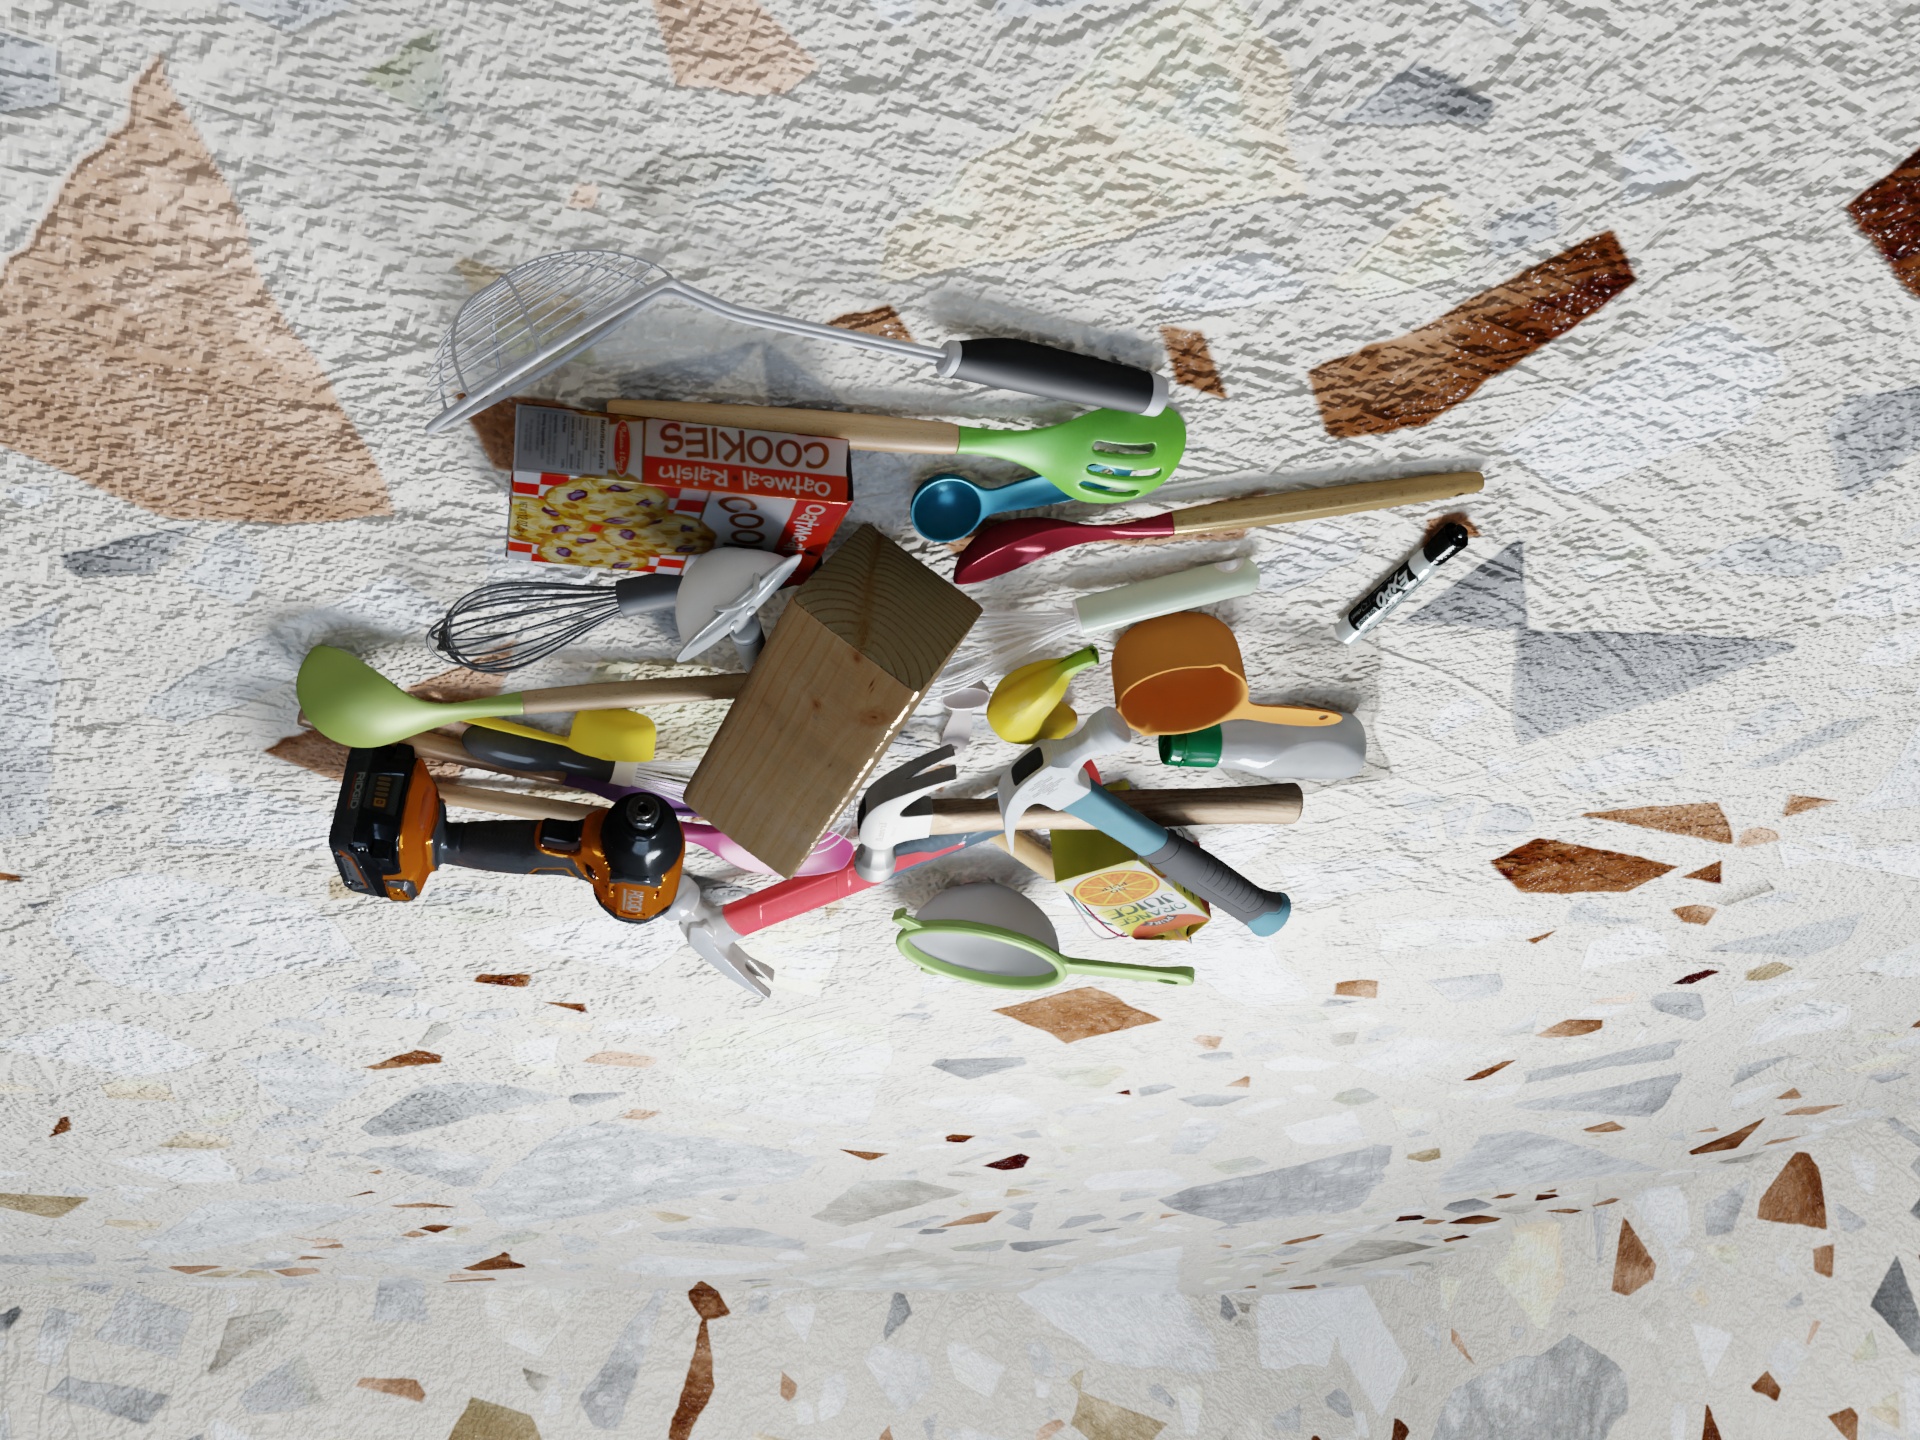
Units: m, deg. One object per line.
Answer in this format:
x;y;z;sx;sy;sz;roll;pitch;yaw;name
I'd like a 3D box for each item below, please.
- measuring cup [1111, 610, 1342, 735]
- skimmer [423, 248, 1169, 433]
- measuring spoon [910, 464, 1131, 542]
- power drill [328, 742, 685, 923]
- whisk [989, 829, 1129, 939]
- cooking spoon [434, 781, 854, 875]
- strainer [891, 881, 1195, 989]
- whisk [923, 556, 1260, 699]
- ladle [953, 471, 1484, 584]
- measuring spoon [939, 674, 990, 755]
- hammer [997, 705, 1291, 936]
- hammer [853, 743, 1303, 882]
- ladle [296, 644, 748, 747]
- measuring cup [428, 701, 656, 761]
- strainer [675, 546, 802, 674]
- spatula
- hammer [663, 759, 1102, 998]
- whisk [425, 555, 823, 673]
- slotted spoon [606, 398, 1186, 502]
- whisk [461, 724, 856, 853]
0.181;-0.029;1.069;0.173;0.052;0.095;7;148;-25;measuring cup
-0.065;-0.156;0.765;0.363;0.090;0.127;5;-179;-23;skimmer
0.033;-0.133;0.901;0.128;0.021;0.042;-13;131;-5;measuring spoon
-0.300;0.077;1.079;0.226;0.084;0.164;9;154;-10;power drill
0.094;0.135;1.350;0.051;0.047;0.244;-21;144;27;whisk
-0.235;0.077;1.187;0.318;0.017;0.068;10;139;-16;cooking spoon
0.074;0.182;1.364;0.256;0.069;0.151;5;154;13;strainer
0.067;-0.062;0.998;0.246;0.058;0.059;-14;119;6;whisk
0.150;-0.118;0.930;0.315;0.031;0.069;-8;173;0;ladle
-0.002;-0.004;1.123;0.034;0.018;0.124;-2;157;-7;measuring spoon
0.148;0.092;1.155;0.128;0.033;0.330;-32;138;25;hammer
0.090;0.064;1.159;0.331;0.031;0.130;-2;142;-11;hammer
-0.255;-0.025;1.021;0.320;0.062;0.078;-5;156;-15;ladle
-0.279;-0.003;1.055;0.156;0.029;0.062;13;-172;-7;measuring cup
-0.126;-0.055;0.908;0.087;0.050;0.258;-41;175;-9;strainer
-0.306;0.034;1.126;0.315;0.018;0.060;16;150;-35;spatula
-0.054;0.122;1.274;0.386;0.038;0.143;-23;127;24;hammer
-0.197;-0.069;0.938;0.239;0.055;0.055;-12;150;2;whisk
-0.028;-0.150;0.845;0.313;0.031;0.070;3;138;-11;slotted spoon
-0.207;0.042;1.124;0.284;0.070;0.070;13;146;-21;whisk
